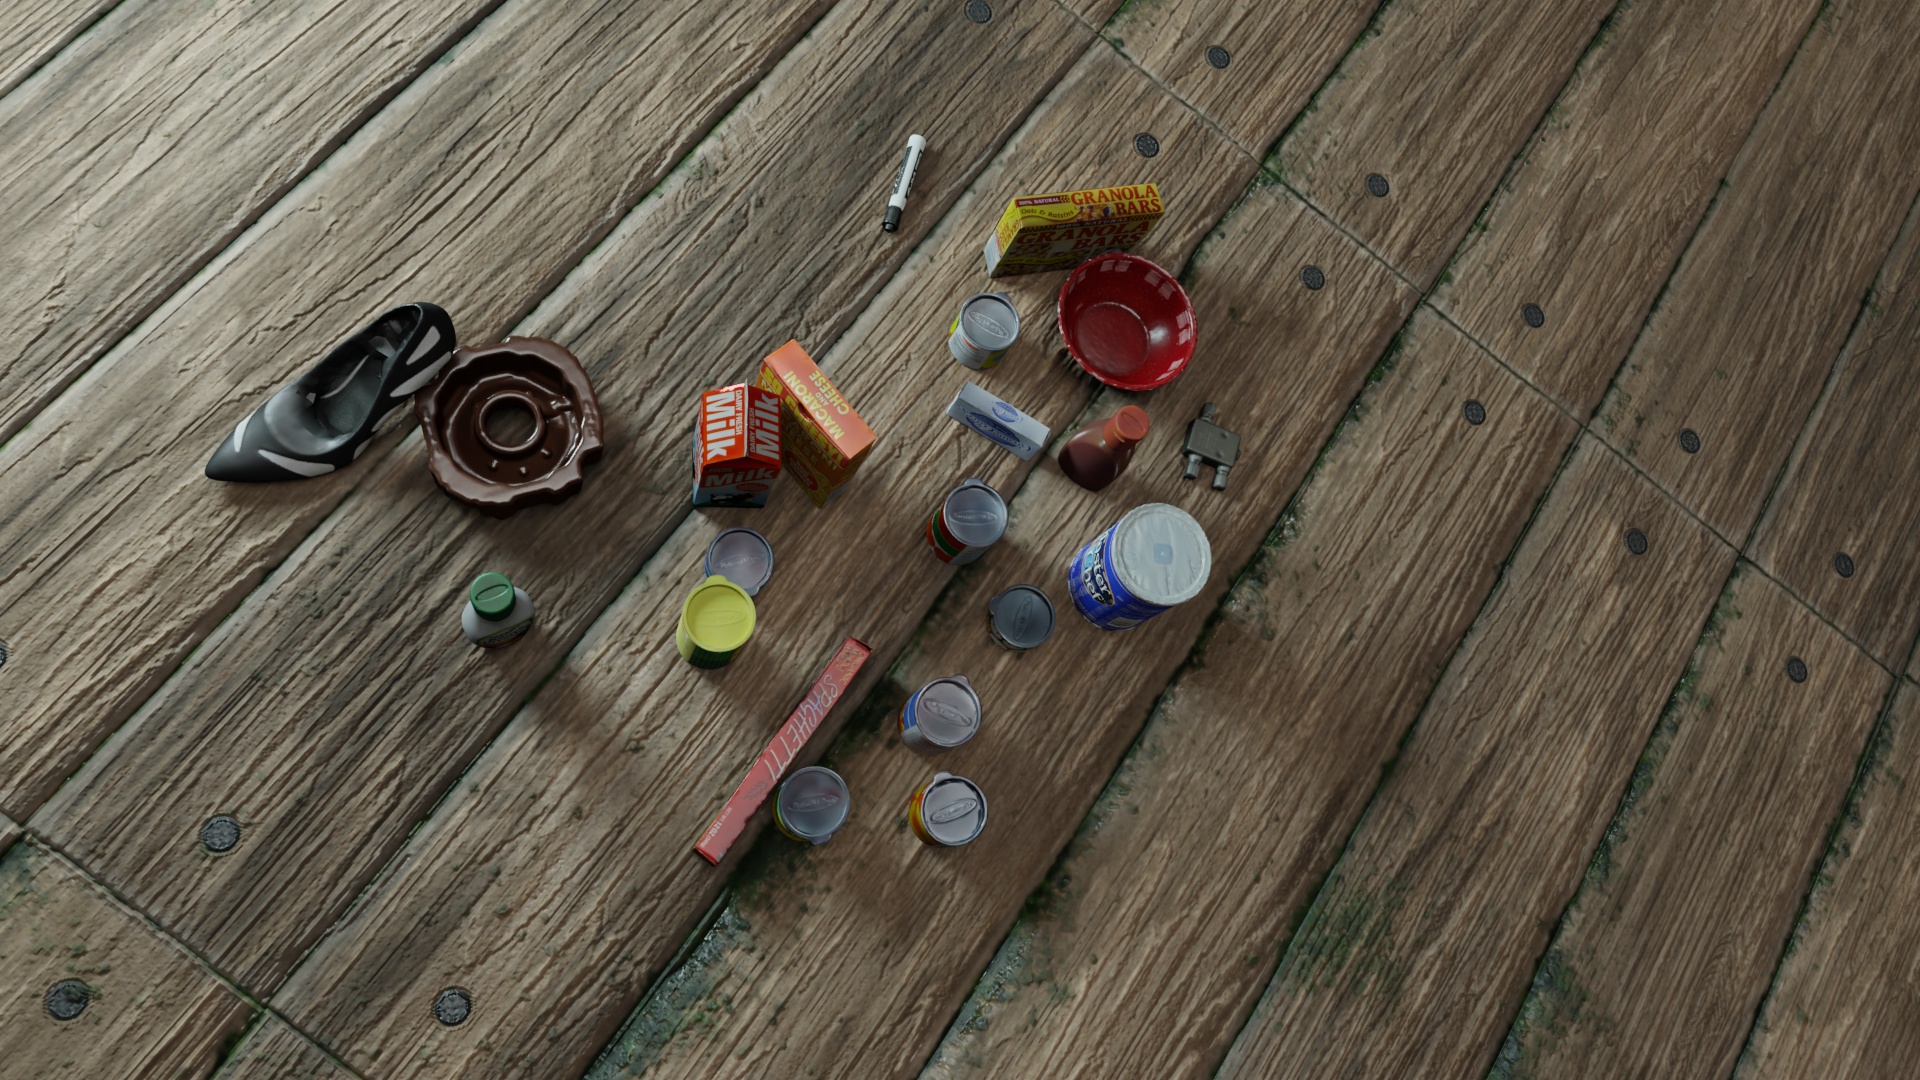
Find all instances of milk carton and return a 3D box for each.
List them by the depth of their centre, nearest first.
[{"bbox_3d":[-0.211,-0.088,1.310,0.073,0.190,0.072,1,75,-15],"label":"milk carton"}]

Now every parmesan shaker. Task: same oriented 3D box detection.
[{"bbox_3d":[-0.231,0.078,1.305,0.071,0.102,0.071,4,75,-14],"label":"parmesan shaker"}]

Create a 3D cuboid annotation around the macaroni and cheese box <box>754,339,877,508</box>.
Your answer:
[{"bbox_3d":[-0.149,-0.108,1.345,0.040,0.166,0.124,-40,88,-20],"label":"macaroni and cheese box"}]

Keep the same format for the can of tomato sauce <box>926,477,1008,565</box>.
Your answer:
[{"bbox_3d":[0.005,-0.018,1.405,0.071,0.083,0.071,4,74,-14],"label":"can of tomato sauce"}]

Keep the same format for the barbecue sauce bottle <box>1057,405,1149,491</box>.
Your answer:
[{"bbox_3d":[0.151,-0.097,1.431,0.065,0.148,0.044,40,70,-2],"label":"barbecue sauce bottle"}]

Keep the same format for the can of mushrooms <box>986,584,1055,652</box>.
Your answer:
[{"bbox_3d":[0.059,0.079,1.420,0.071,0.033,0.071,4,74,-14],"label":"can of mushrooms"}]

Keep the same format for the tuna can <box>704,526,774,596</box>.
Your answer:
[{"bbox_3d":[-0.216,0.025,1.362,0.071,0.032,0.071,4,74,-14],"label":"tuna can"}]

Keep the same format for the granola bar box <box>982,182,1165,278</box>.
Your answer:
[{"bbox_3d":[0.120,-0.335,1.502,0.166,0.124,0.039,-10,78,-17],"label":"granola bar box"}]

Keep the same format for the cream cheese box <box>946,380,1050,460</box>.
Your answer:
[{"bbox_3d":[0.040,-0.125,1.460,0.104,0.053,0.024,30,70,-5],"label":"cream cheese box"}]

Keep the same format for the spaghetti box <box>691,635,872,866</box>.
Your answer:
[{"bbox_3d":[-0.168,0.197,1.318,0.028,0.050,0.251,37,69,-3],"label":"spaghetti box"}]

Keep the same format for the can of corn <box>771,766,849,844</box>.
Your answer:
[{"bbox_3d":[-0.141,0.251,1.306,0.071,0.058,0.071,4,74,-14],"label":"can of corn"}]

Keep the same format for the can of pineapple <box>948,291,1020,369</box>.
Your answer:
[{"bbox_3d":[0.026,-0.223,1.481,0.071,0.057,0.071,4,74,-14],"label":"can of pineapple"}]

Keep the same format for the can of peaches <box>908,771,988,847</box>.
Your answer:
[{"bbox_3d":[-0.013,0.259,1.337,0.071,0.058,0.071,4,74,-14],"label":"can of peaches"}]

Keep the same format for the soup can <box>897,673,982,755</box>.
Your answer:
[{"bbox_3d":[-0.020,0.169,1.347,0.071,0.083,0.071,4,74,-14],"label":"soup can"}]

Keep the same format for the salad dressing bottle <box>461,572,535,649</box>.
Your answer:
[{"bbox_3d":[-0.413,0.062,1.238,0.064,0.147,0.044,-23,82,-19],"label":"salad dressing bottle"}]
